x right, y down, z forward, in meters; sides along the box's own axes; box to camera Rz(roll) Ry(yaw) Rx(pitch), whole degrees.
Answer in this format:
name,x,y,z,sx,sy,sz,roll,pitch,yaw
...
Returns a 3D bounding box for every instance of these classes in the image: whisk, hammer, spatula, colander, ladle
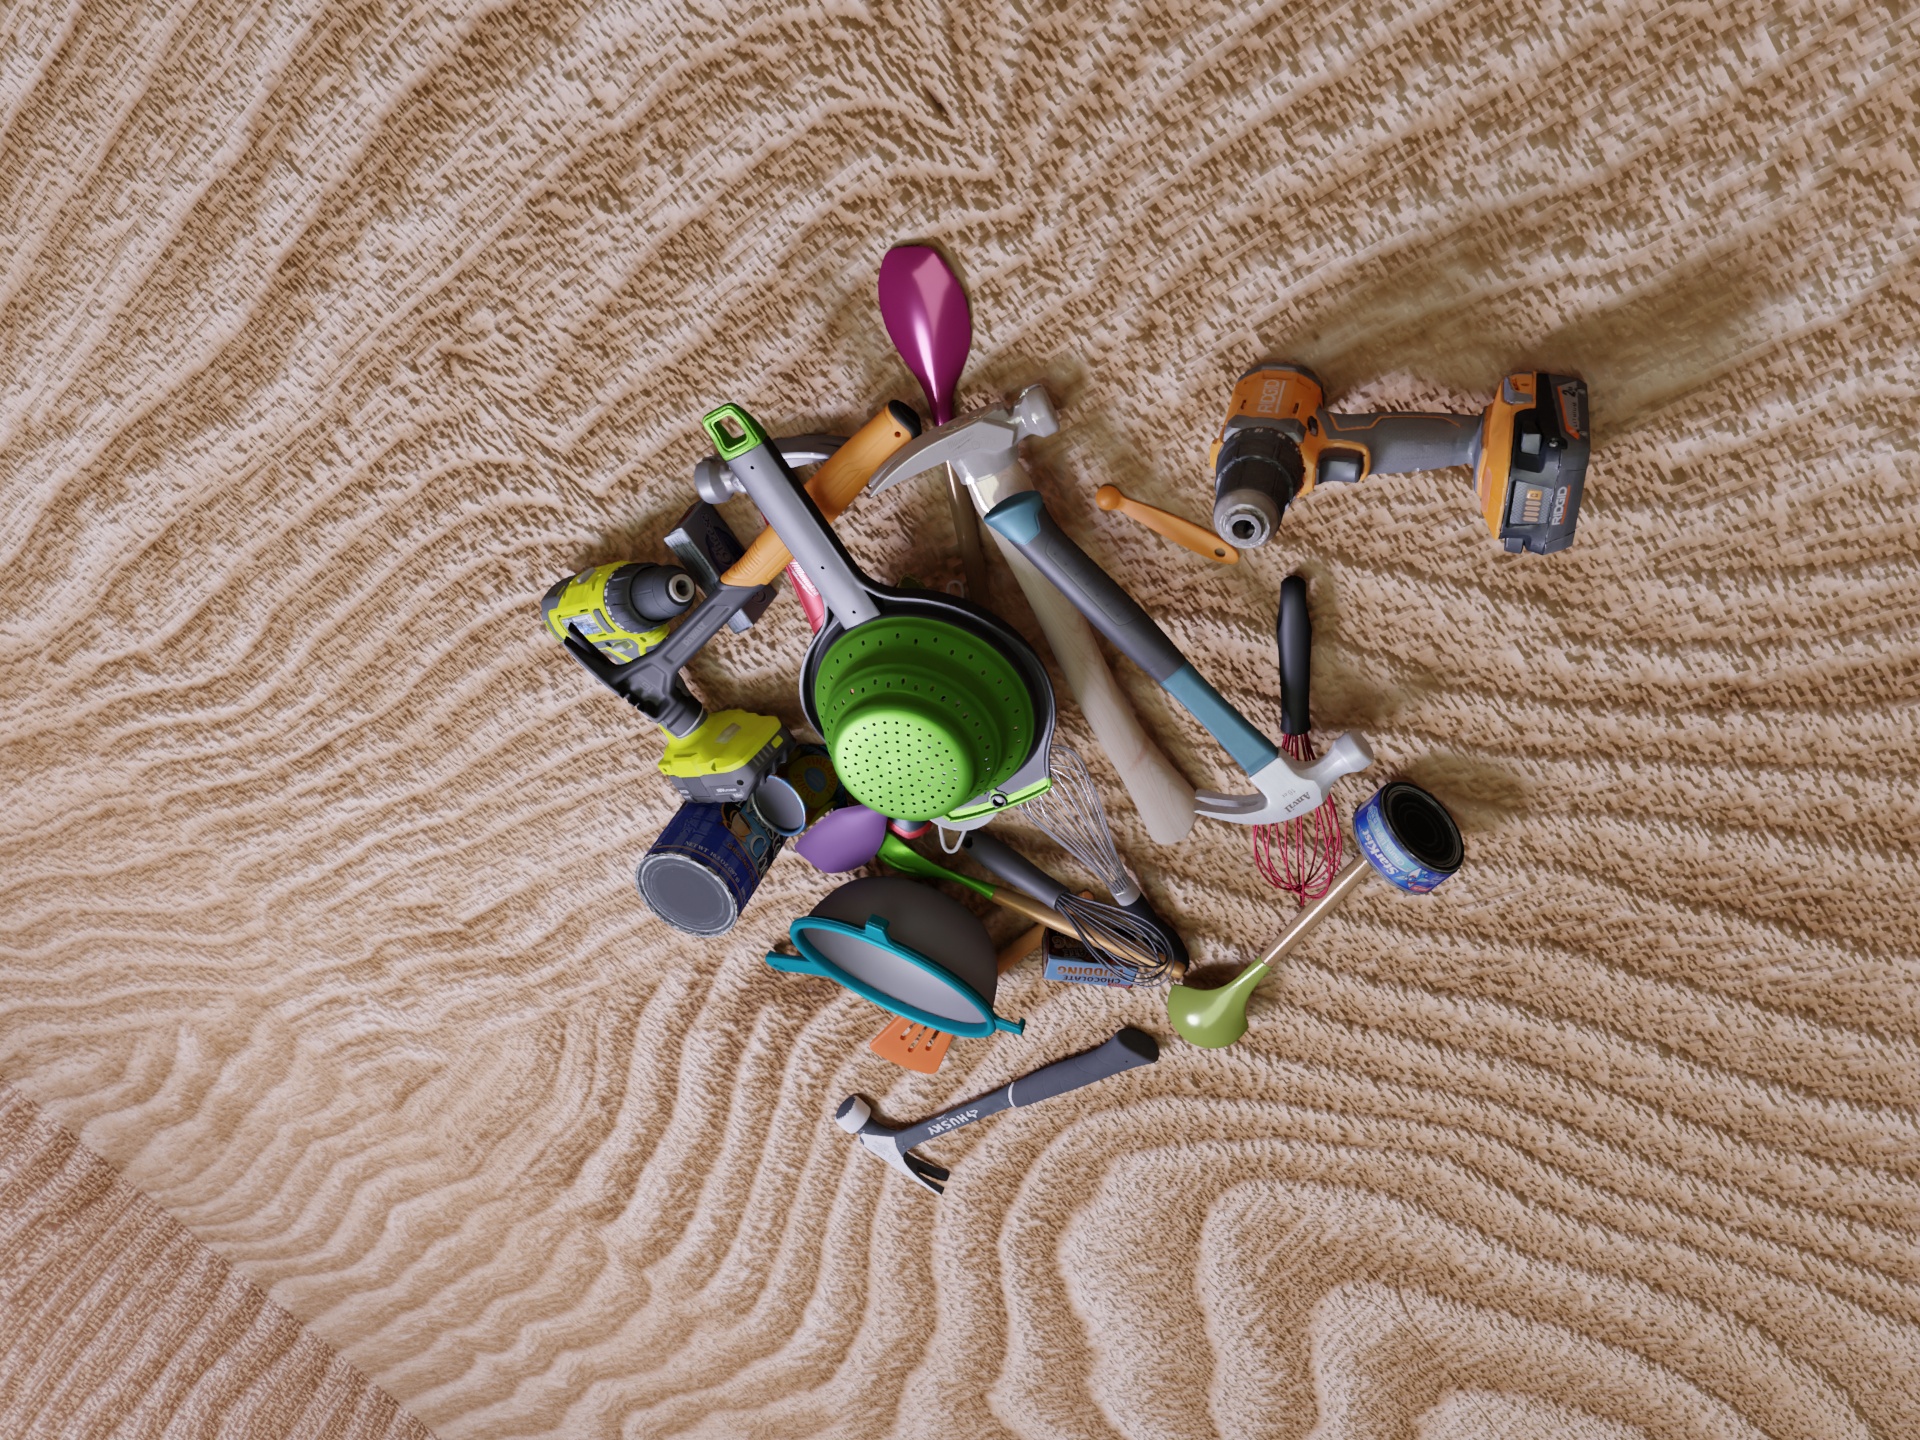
name,x,y,z,sx,sy,sz,roll,pitch,yaw
whisk,0.260,0.021,1.234,0.073,0.073,0.295,5,123,21
whisk,0.127,0.127,1.383,0.070,0.070,0.284,-16,123,33
hammer,0.148,-0.047,1.170,0.331,0.033,0.128,43,117,-12
hammer,0.080,-0.056,1.240,0.146,0.038,0.410,-24,120,11
spatula,0.027,0.251,1.535,0.081,0.041,0.322,28,133,-20
hammer,0.046,0.398,1.649,0.149,0.036,0.409,45,131,-16
colander,-0.077,-0.052,1.180,0.204,0.095,0.396,-21,118,28
spatula,-0.045,0.060,1.371,0.059,0.018,0.316,38,133,-13
hammer,-0.086,-0.059,1.337,0.143,0.038,0.386,-5,124,26
ladle,0.282,0.184,1.374,0.078,0.062,0.320,32,126,-4
hammer,-0.159,-0.127,1.226,0.127,0.034,0.337,39,114,-23
whisk,0.087,0.157,1.382,0.239,0.055,0.055,32,138,32

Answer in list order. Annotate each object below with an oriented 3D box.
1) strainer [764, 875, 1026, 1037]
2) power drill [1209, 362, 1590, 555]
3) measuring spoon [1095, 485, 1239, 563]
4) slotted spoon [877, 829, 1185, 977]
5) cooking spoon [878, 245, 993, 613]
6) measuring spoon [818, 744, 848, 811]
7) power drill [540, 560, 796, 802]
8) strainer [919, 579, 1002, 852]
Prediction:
name,x,y,z,sx,sy,sz,roll,pitch,yaw
strainer,-0.082,0.208,1.524,0.210,0.095,0.340,39,155,-26
power drill,0.270,-0.159,0.999,0.226,0.185,0.084,7,128,15
measuring spoon,0.153,-0.143,1.178,0.117,0.011,0.021,26,133,3
slotted spoon,0.054,0.165,1.432,0.314,0.031,0.070,22,165,13
cooking spoon,-0.007,-0.201,1.198,0.069,0.017,0.318,4,127,23
measuring spoon,-0.106,0.075,1.473,0.042,0.021,0.128,4,120,36
power drill,-0.244,-0.039,1.374,0.190,0.080,0.228,-5,126,48
strainer,-0.002,-0.004,1.342,0.087,0.050,0.258,9,124,14
